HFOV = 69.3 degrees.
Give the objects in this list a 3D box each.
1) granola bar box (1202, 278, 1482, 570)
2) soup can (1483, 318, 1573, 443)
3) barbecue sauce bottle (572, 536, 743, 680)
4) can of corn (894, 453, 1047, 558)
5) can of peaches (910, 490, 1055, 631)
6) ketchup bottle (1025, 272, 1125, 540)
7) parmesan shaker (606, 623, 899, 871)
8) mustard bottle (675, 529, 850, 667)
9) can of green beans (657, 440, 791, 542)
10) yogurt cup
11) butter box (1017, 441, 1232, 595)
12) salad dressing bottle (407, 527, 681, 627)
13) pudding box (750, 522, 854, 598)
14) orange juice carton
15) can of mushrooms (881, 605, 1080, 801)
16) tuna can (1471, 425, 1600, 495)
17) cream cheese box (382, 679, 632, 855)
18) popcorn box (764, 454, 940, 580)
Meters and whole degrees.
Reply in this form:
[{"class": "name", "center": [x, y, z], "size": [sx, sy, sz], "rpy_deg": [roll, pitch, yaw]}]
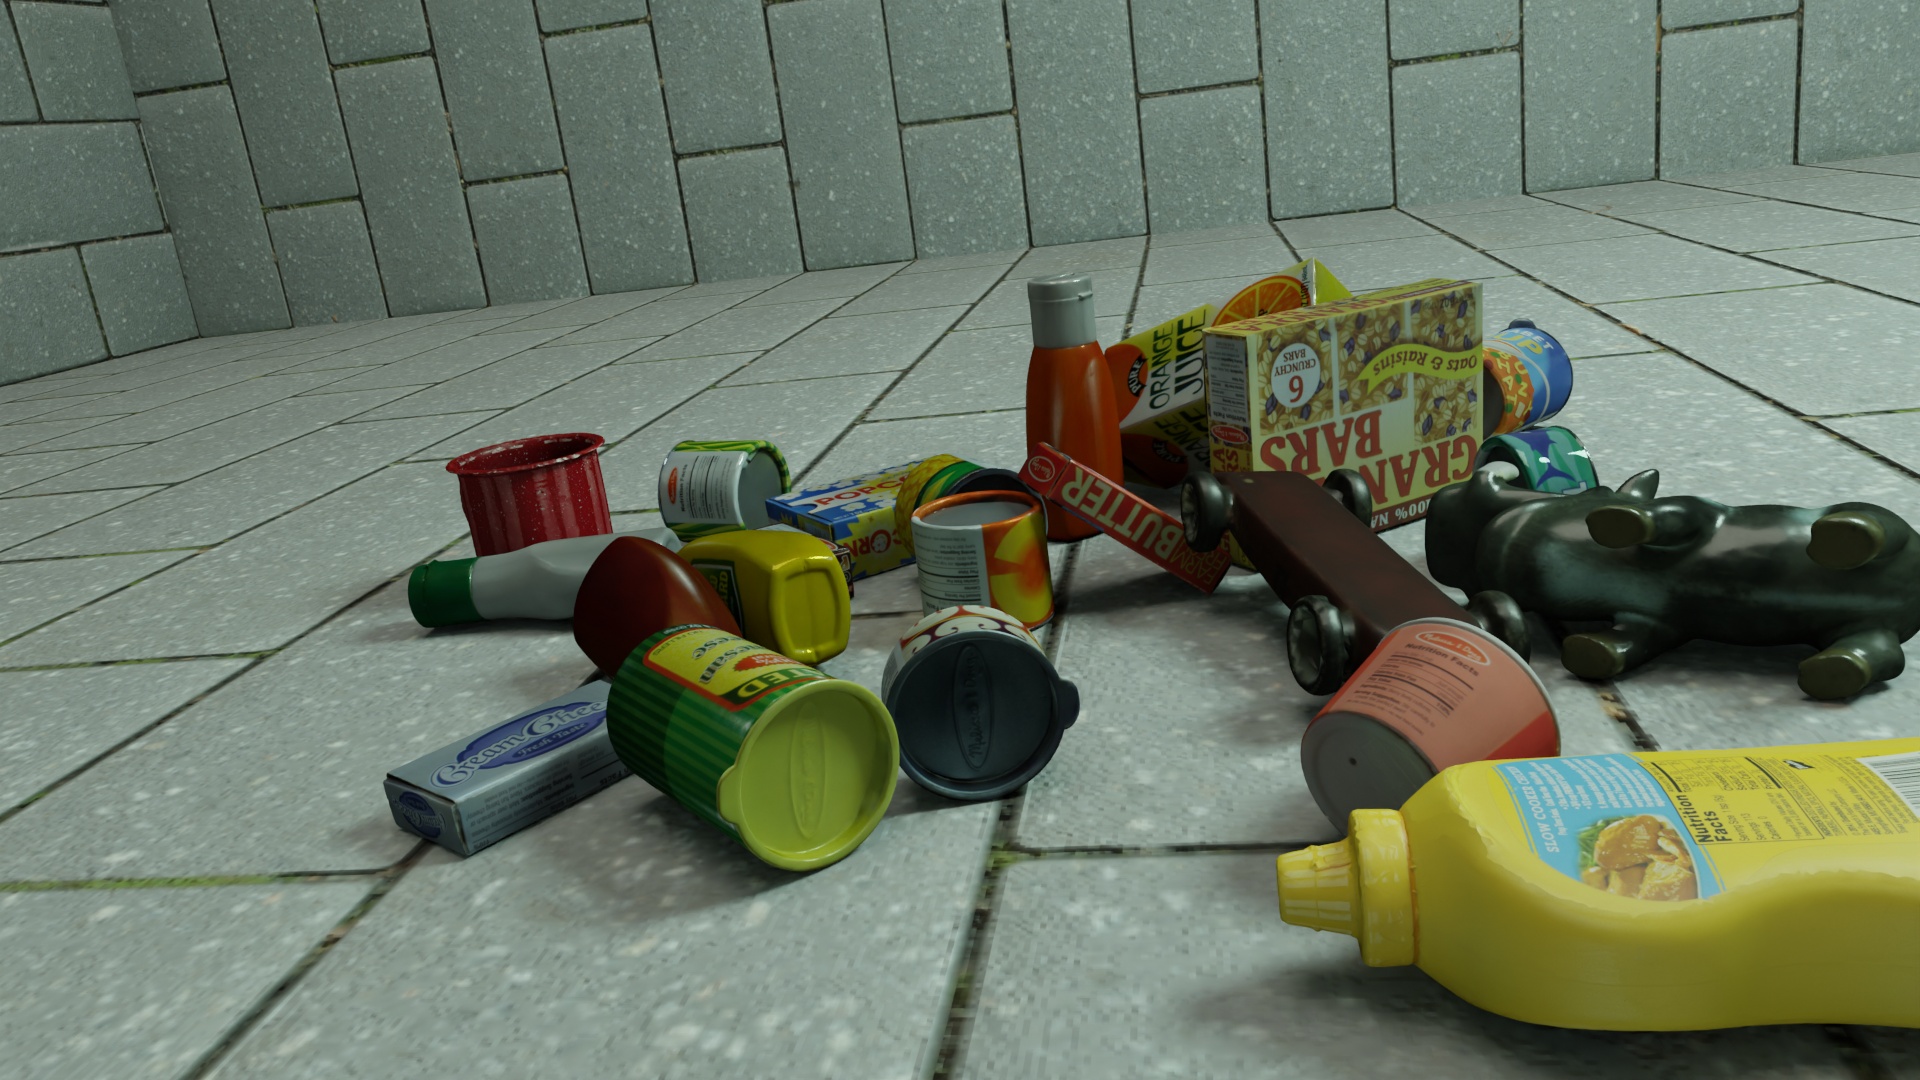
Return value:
[{"class": "granola bar box", "center": [0.207, -0.065, 0.742], "size": [0.166, 0.123, 0.039], "rpy_deg": [-15, 19, -26]}, {"class": "soup can", "center": [0.344, -0.101, 0.897], "size": [0.084, 0.071, 0.071], "rpy_deg": [-21, 21, -38]}, {"class": "barbecue sauce bottle", "center": [-0.128, 0.046, 0.627], "size": [0.043, 0.065, 0.149], "rpy_deg": [22, 2, -38]}, {"class": "can of corn", "center": [0.003, -0.009, 0.749], "size": [0.071, 0.071, 0.058], "rpy_deg": [-14, 17, -21]}, {"class": "can of peaches", "center": [0.012, 0.010, 0.687], "size": [0.071, 0.058, 0.071], "rpy_deg": [-7, 16, 2]}, {"class": "ketchup bottle", "center": [0.064, -0.078, 0.804], "size": [0.043, 0.148, 0.065], "rpy_deg": [9, 23, 41]}, {"class": "parmesan shaker", "center": [-0.081, 0.071, 0.504], "size": [0.071, 0.071, 0.103], "rpy_deg": [-19, 20, -35]}, {"class": "mustard bottle", "center": [-0.111, 0.025, 0.689], "size": [0.049, 0.065, 0.160], "rpy_deg": [-12, 10, -32]}, {"class": "can of green beans", "center": [-0.148, -0.031, 0.879], "size": [0.058, 0.071, 0.071], "rpy_deg": [1, 18, 25]}, {"class": "yogurt cup", "center": [0.146, 0.066, 0.440], "size": [0.054, 0.072, 0.072], "rpy_deg": [-29, 25, -33]}, {"class": "butter box", "center": [0.082, -0.012, 0.692], "size": [0.103, 0.024, 0.053], "rpy_deg": [29, 6, -18]}, {"class": "salad dressing bottle", "center": [-0.230, 0.023, 0.775], "size": [0.148, 0.044, 0.064], "rpy_deg": [-6, 17, 7]}, {"class": "pudding box", "center": [-0.100, 0.016, 0.766], "size": [0.050, 0.030, 0.084], "rpy_deg": [-16, 19, -30]}, {"class": "orange juice carton", "center": [0.151, -0.091, 0.846], "size": [0.192, 0.072, 0.073], "rpy_deg": [-20, -40, 39]}, {"class": "can of mushrooms", "center": [0.006, 0.059, 0.513], "size": [0.071, 0.071, 0.033], "rpy_deg": [-9, 15, -6]}, {"class": "tuna can", "center": [0.275, -0.019, 0.663], "size": [0.033, 0.071, 0.071], "rpy_deg": [-10, 16, -4]}, {"class": "cream cheese box", "center": [-0.170, 0.089, 0.560], "size": [0.053, 0.024, 0.104], "rpy_deg": [7, 22, 41]}, {"class": "popcorn box", "center": [-0.040, -0.016, 0.832], "size": [0.127, 0.038, 0.085], "rpy_deg": [-16, 20, -30]}]
